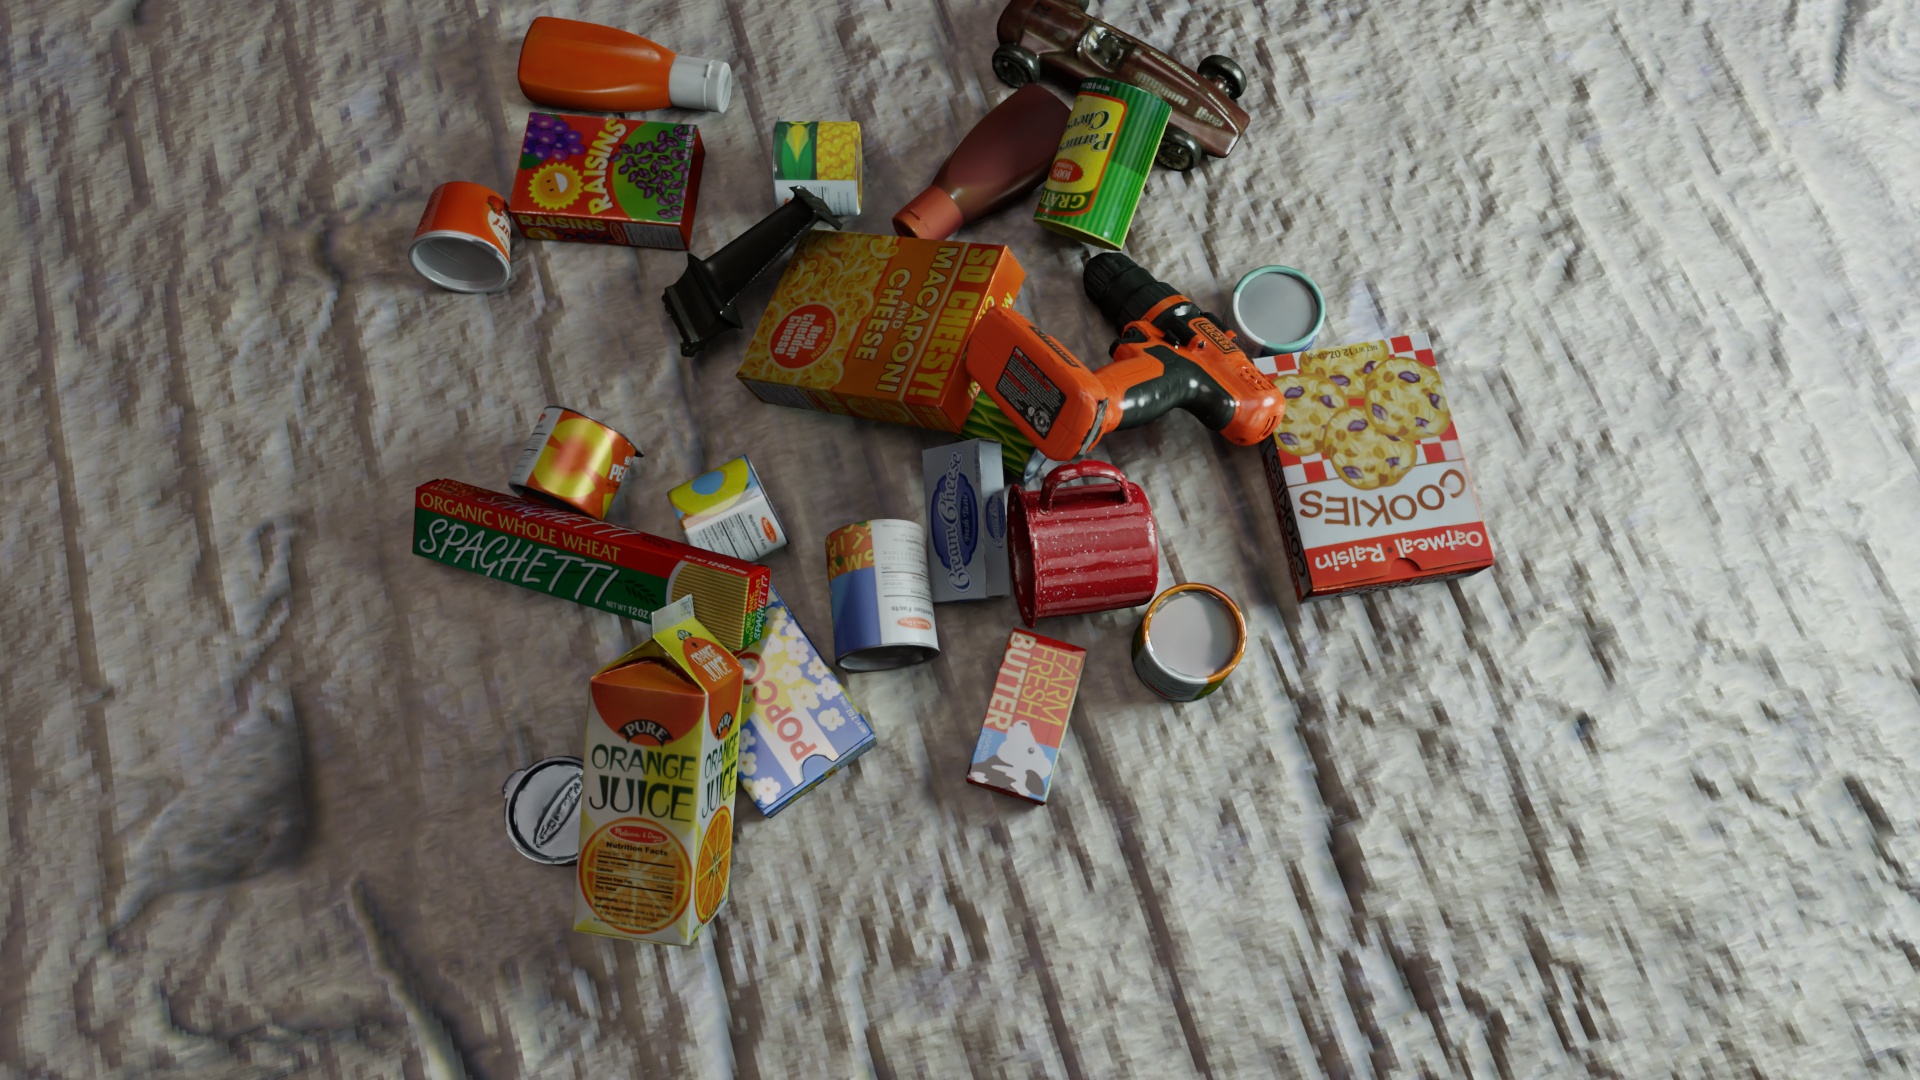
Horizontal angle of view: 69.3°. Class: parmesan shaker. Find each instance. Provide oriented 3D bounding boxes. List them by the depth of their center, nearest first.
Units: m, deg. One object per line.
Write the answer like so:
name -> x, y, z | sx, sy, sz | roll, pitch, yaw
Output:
parmesan shaker -> 0.097, -0.263, 0.970 | 0.071, 0.071, 0.103 | 20, 97, 6

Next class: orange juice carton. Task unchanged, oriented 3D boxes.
orange juice carton -> -0.175, 0.131, 0.818 | 0.073, 0.072, 0.192 | 6, 96, 8

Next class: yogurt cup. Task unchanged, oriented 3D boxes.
yogurt cup -> -0.347, -0.214, 0.974 | 0.072, 0.072, 0.054 | 1, 64, 0

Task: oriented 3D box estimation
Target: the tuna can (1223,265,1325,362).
tuna can -> 0.221, -0.157, 0.970 | 0.071, 0.032, 0.071 | 0, 72, 1

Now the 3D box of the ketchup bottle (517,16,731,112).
ketchup bottle -> -0.246, -0.346, 1.026 | 0.149, 0.043, 0.065 | 10, 73, 3

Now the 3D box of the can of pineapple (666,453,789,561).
can of pineapple -> -0.152, -0.016, 0.908 | 0.058, 0.070, 0.071 | -26, 74, -8

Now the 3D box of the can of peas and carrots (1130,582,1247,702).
can of peas and carrots -> 0.146, 0.063, 0.885 | 0.071, 0.058, 0.071 | 0, 73, 0

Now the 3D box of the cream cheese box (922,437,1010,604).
cream cheese box -> 0.003, -0.011, 0.903 | 0.053, 0.024, 0.104 | -9, 82, 44

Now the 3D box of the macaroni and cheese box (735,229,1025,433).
macaroni and cheese box -> -0.053, -0.143, 0.929 | 0.166, 0.040, 0.124 | 12, 71, 31

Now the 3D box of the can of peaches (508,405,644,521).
can of peaches -> -0.254, -0.047, 0.918 | 0.071, 0.071, 0.058 | 20, 73, 6

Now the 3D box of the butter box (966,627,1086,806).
butter box -> 0.043, 0.112, 0.887 | 0.053, 0.024, 0.104 | 16, 73, 5

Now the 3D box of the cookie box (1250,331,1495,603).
cookie box -> 0.270, -0.049, 0.930 | 0.123, 0.040, 0.168 | -9, 72, -3

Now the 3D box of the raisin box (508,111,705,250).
raisin box -> -0.253, -0.259, 1.001 | 0.123, 0.040, 0.086 | 5, 73, 0

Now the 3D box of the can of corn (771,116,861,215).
can of corn -> -0.101, -0.267, 0.988 | 0.058, 0.071, 0.071 | 0, 72, -1

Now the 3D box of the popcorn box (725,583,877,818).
popcorn box -> -0.122, 0.101, 0.884 | 0.085, 0.038, 0.127 | -34, 75, -11

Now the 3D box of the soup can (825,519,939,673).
soup can -> -0.053, 0.037, 0.892 | 0.071, 0.071, 0.084 | -7, 71, -2

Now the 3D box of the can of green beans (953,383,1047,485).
can of green beans -> 0.036, -0.082, 0.928 | 0.058, 0.071, 0.071 | 33, 75, 11

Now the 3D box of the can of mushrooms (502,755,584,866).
can of mushrooms -> -0.248, 0.168, 0.864 | 0.071, 0.033, 0.071 | 0, 73, 0

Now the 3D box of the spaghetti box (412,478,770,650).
spaghetti box -> -0.240, 0.013, 0.884 | 0.250, 0.029, 0.050 | 14, 107, 16

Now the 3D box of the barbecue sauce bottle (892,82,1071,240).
barbecue sauce bottle -> 0.017, -0.263, 0.999 | 0.149, 0.043, 0.065 | -42, 72, -12
